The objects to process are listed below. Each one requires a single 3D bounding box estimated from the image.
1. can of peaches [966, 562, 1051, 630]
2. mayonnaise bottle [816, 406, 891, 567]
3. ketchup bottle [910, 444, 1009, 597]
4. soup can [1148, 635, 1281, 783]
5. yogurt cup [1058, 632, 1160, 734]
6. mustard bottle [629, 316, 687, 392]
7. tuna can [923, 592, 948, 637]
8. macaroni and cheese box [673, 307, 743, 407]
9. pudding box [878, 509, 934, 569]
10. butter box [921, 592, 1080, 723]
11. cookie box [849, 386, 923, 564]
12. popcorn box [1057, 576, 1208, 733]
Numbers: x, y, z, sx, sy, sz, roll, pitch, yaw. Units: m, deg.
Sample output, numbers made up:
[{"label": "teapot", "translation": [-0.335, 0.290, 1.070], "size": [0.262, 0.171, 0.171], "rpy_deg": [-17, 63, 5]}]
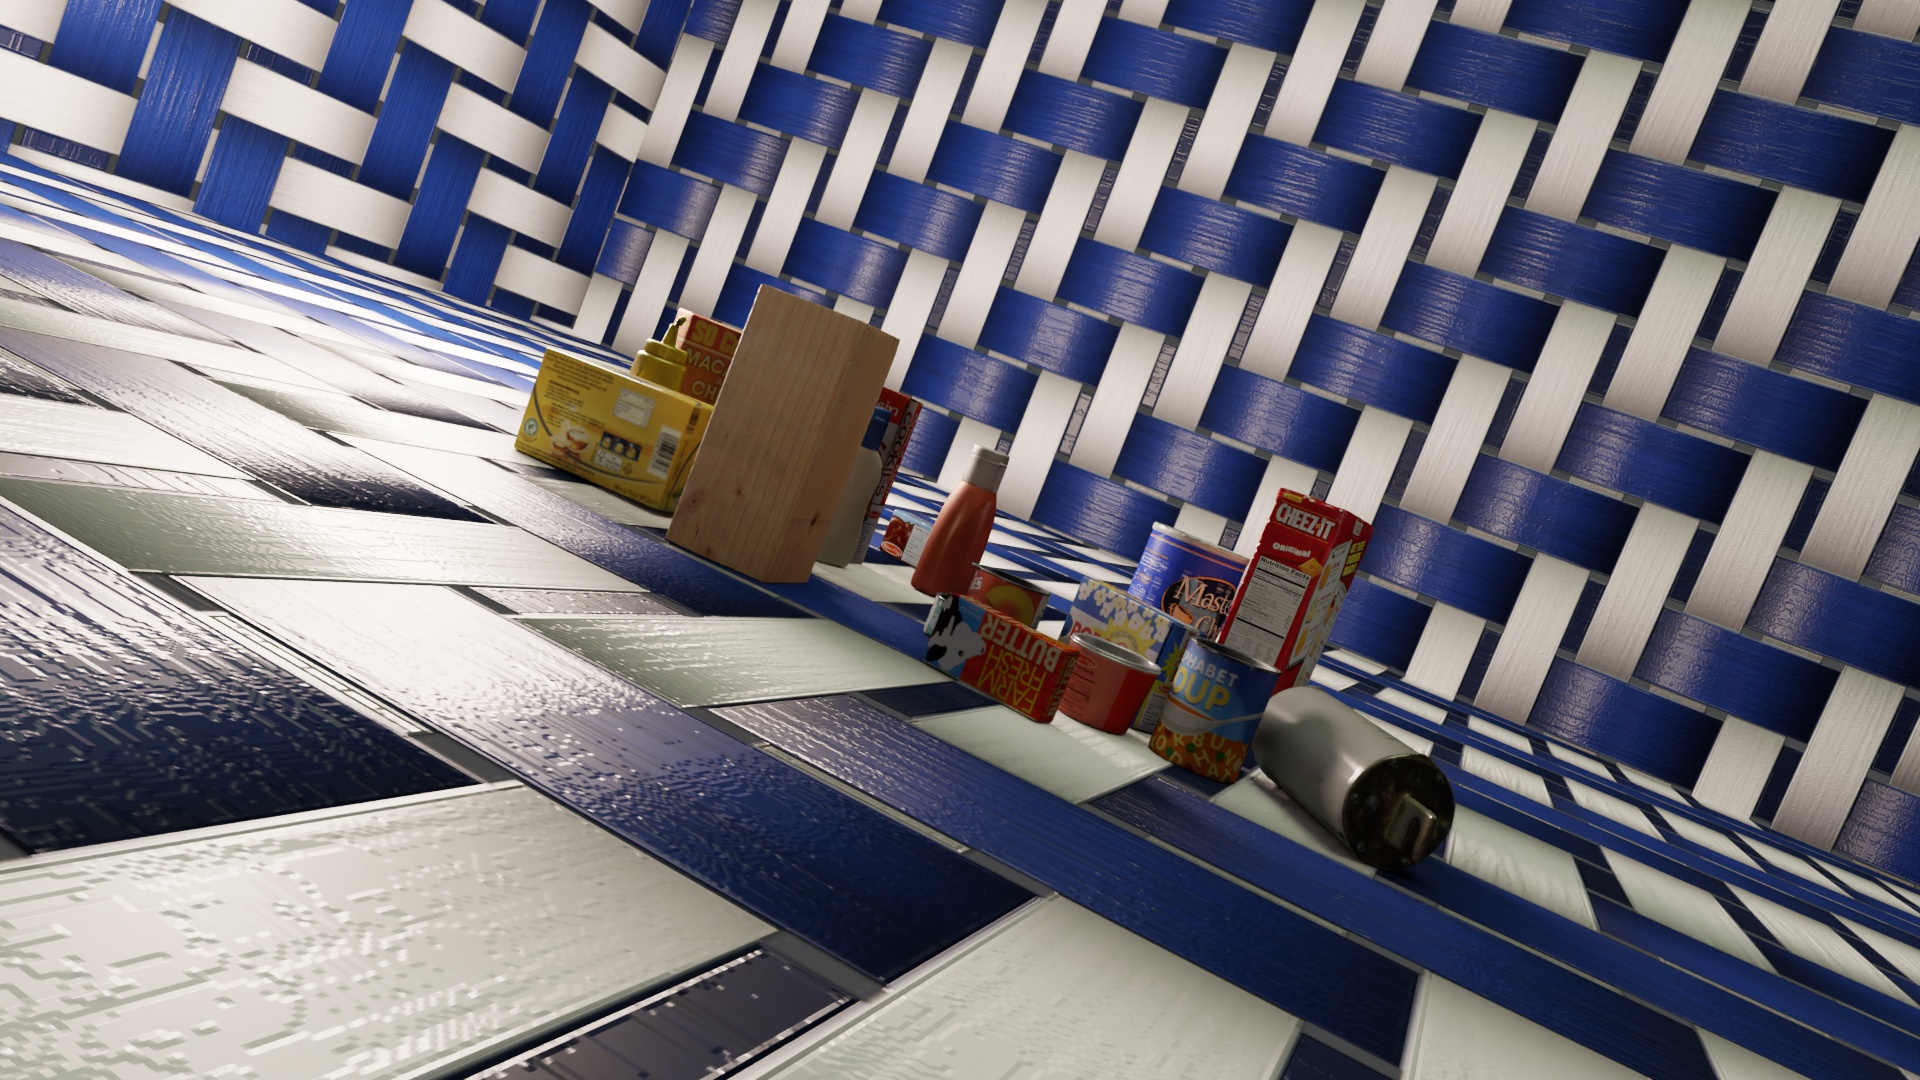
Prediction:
[{"label": "can of peaches", "translation": [0.032, 0.058, 1.157], "size": [0.071, 0.058, 0.071], "rpy_deg": [21, 4, -2]}, {"label": "mayonnaise bottle", "translation": [-0.104, -0.053, 1.249], "size": [0.065, 0.148, 0.041], "rpy_deg": [18, 5, -38]}, {"label": "ketchup bottle", "translation": [0.005, -0.017, 1.320], "size": [0.043, 0.148, 0.065], "rpy_deg": [25, 5, 37]}, {"label": "soup can", "translation": [0.173, 0.116, 0.961], "size": [0.071, 0.083, 0.071], "rpy_deg": [21, 4, -2]}, {"label": "yogurt cup", "translation": [0.101, 0.102, 0.980], "size": [0.072, 0.054, 0.072], "rpy_deg": [21, 4, -2]}, {"label": "mustard bottle", "translation": [-0.289, -0.135, 1.288], "size": [0.049, 0.160, 0.065], "rpy_deg": [20, 4, -19]}, {"label": "tuna can", "translation": [0.009, 0.068, 1.082], "size": [0.071, 0.033, 0.071], "rpy_deg": [21, 5, -2]}, {"label": "macaroni and cheese box", "translation": [-0.265, -0.144, 1.459], "size": [0.124, 0.166, 0.040], "rpy_deg": [18, 5, -41]}, {"label": "pudding box", "translation": [-0.045, 0.003, 1.484], "size": [0.030, 0.049, 0.084], "rpy_deg": [17, 6, -46]}, {"label": "butter box", "translation": [0.027, 0.078, 0.931], "size": [0.103, 0.053, 0.024], "rpy_deg": [24, 5, 34]}, {"label": "cookie box", "translation": [-0.123, -0.078, 1.331], "size": [0.123, 0.167, 0.040], "rpy_deg": [23, 4, 18]}, {"label": "popcorn box", "translation": [0.126, 0.087, 1.068], "size": [0.038, 0.085, 0.127], "rpy_deg": [19, 5, -31]}]
